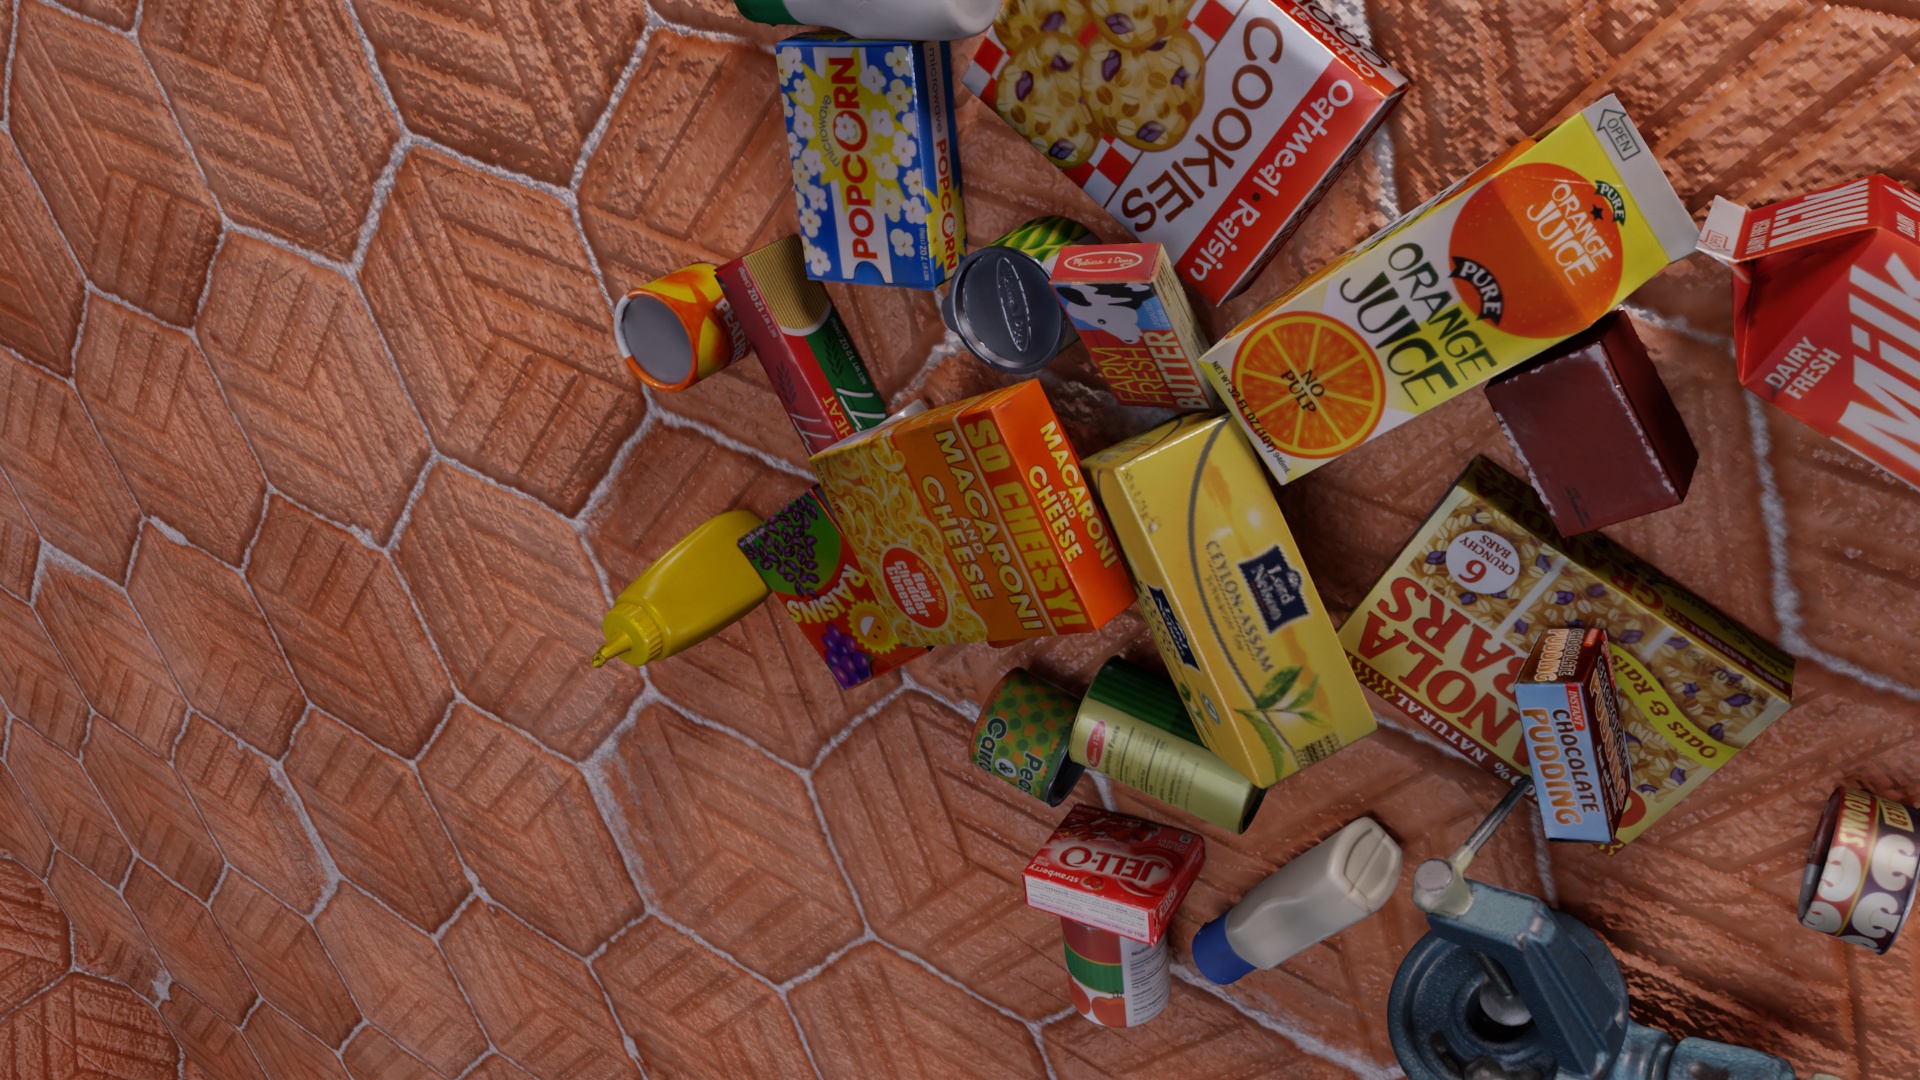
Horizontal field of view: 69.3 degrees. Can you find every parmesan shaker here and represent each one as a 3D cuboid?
[{"bbox_3d":[0.121,0.116,0.779,0.103,0.072,0.071,22,126,22],"label":"parmesan shaker"}]

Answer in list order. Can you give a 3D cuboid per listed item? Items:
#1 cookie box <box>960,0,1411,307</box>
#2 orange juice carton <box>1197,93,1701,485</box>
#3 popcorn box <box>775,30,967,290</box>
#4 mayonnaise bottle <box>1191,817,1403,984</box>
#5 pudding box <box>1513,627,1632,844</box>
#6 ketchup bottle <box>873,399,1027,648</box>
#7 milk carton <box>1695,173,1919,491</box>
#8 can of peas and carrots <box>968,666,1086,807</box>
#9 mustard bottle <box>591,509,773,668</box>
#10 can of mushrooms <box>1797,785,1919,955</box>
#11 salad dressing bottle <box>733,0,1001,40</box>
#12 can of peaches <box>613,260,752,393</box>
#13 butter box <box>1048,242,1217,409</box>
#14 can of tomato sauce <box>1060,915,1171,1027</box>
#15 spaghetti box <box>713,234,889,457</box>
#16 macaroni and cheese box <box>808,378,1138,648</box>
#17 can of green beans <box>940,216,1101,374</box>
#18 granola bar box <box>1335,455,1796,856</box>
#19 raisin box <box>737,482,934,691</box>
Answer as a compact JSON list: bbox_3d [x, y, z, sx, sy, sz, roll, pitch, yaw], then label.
[{"bbox_3d":[0.097,-0.206,0.626,0.167,0.040,0.122,43,132,7],"label":"cookie box"},{"bbox_3d":[0.204,-0.104,0.589,0.192,0.073,0.072,-31,96,41],"label":"orange juice carton"},{"bbox_3d":[-0.045,-0.200,0.728,0.085,0.038,0.126,10,121,28],"label":"popcorn box"},{"bbox_3d":[0.187,0.213,0.795,0.041,0.065,0.147,45,136,7],"label":"mayonnaise bottle"},{"bbox_3d":[0.272,0.086,0.614,0.030,0.050,0.083,-3,114,38],"label":"pudding box"},{"bbox_3d":[0.003,-0.011,0.802,0.064,0.044,0.148,-28,97,48],"label":"ketchup bottle"},{"bbox_3d":[0.357,-0.067,0.504,0.191,0.073,0.073,35,130,11],"label":"milk carton"},{"bbox_3d":[0.044,0.118,0.829,0.059,0.071,0.070,25,128,21],"label":"can of peas and carrots"},{"bbox_3d":[-0.177,0.038,0.875,0.065,0.161,0.048,51,133,1],"label":"mustard bottle"},{"bbox_3d":[0.393,0.141,0.606,0.033,0.071,0.070,17,124,27],"label":"can of mushrooms"},{"bbox_3d":[-0.050,-0.271,0.678,0.148,0.064,0.043,16,138,36],"label":"salad dressing bottle"},{"bbox_3d":[-0.164,-0.128,0.838,0.071,0.058,0.071,17,124,27],"label":"can of peaches"},{"bbox_3d":[0.087,-0.101,0.670,0.053,0.024,0.103,6,153,31],"label":"butter box"},{"bbox_3d":[0.096,0.252,0.875,0.071,0.071,0.082,9,121,30],"label":"can of tomato sauce"},{"bbox_3d":[-0.063,-0.057,0.816,0.028,0.050,0.249,-17,106,41],"label":"spaghetti box"},{"bbox_3d":[0.003,-0.009,0.728,0.166,0.040,0.123,-10,109,52],"label":"macaroni and cheese box"},{"bbox_3d":[0.037,-0.125,0.702,0.071,0.058,0.071,17,124,26],"label":"can of green beans"},{"bbox_3d":[0.275,0.056,0.656,0.166,0.039,0.123,36,131,12],"label":"granola bar box"},{"bbox_3d":[-0.073,0.026,0.878,0.086,0.040,0.123,-31,97,41],"label":"raisin box"}]
